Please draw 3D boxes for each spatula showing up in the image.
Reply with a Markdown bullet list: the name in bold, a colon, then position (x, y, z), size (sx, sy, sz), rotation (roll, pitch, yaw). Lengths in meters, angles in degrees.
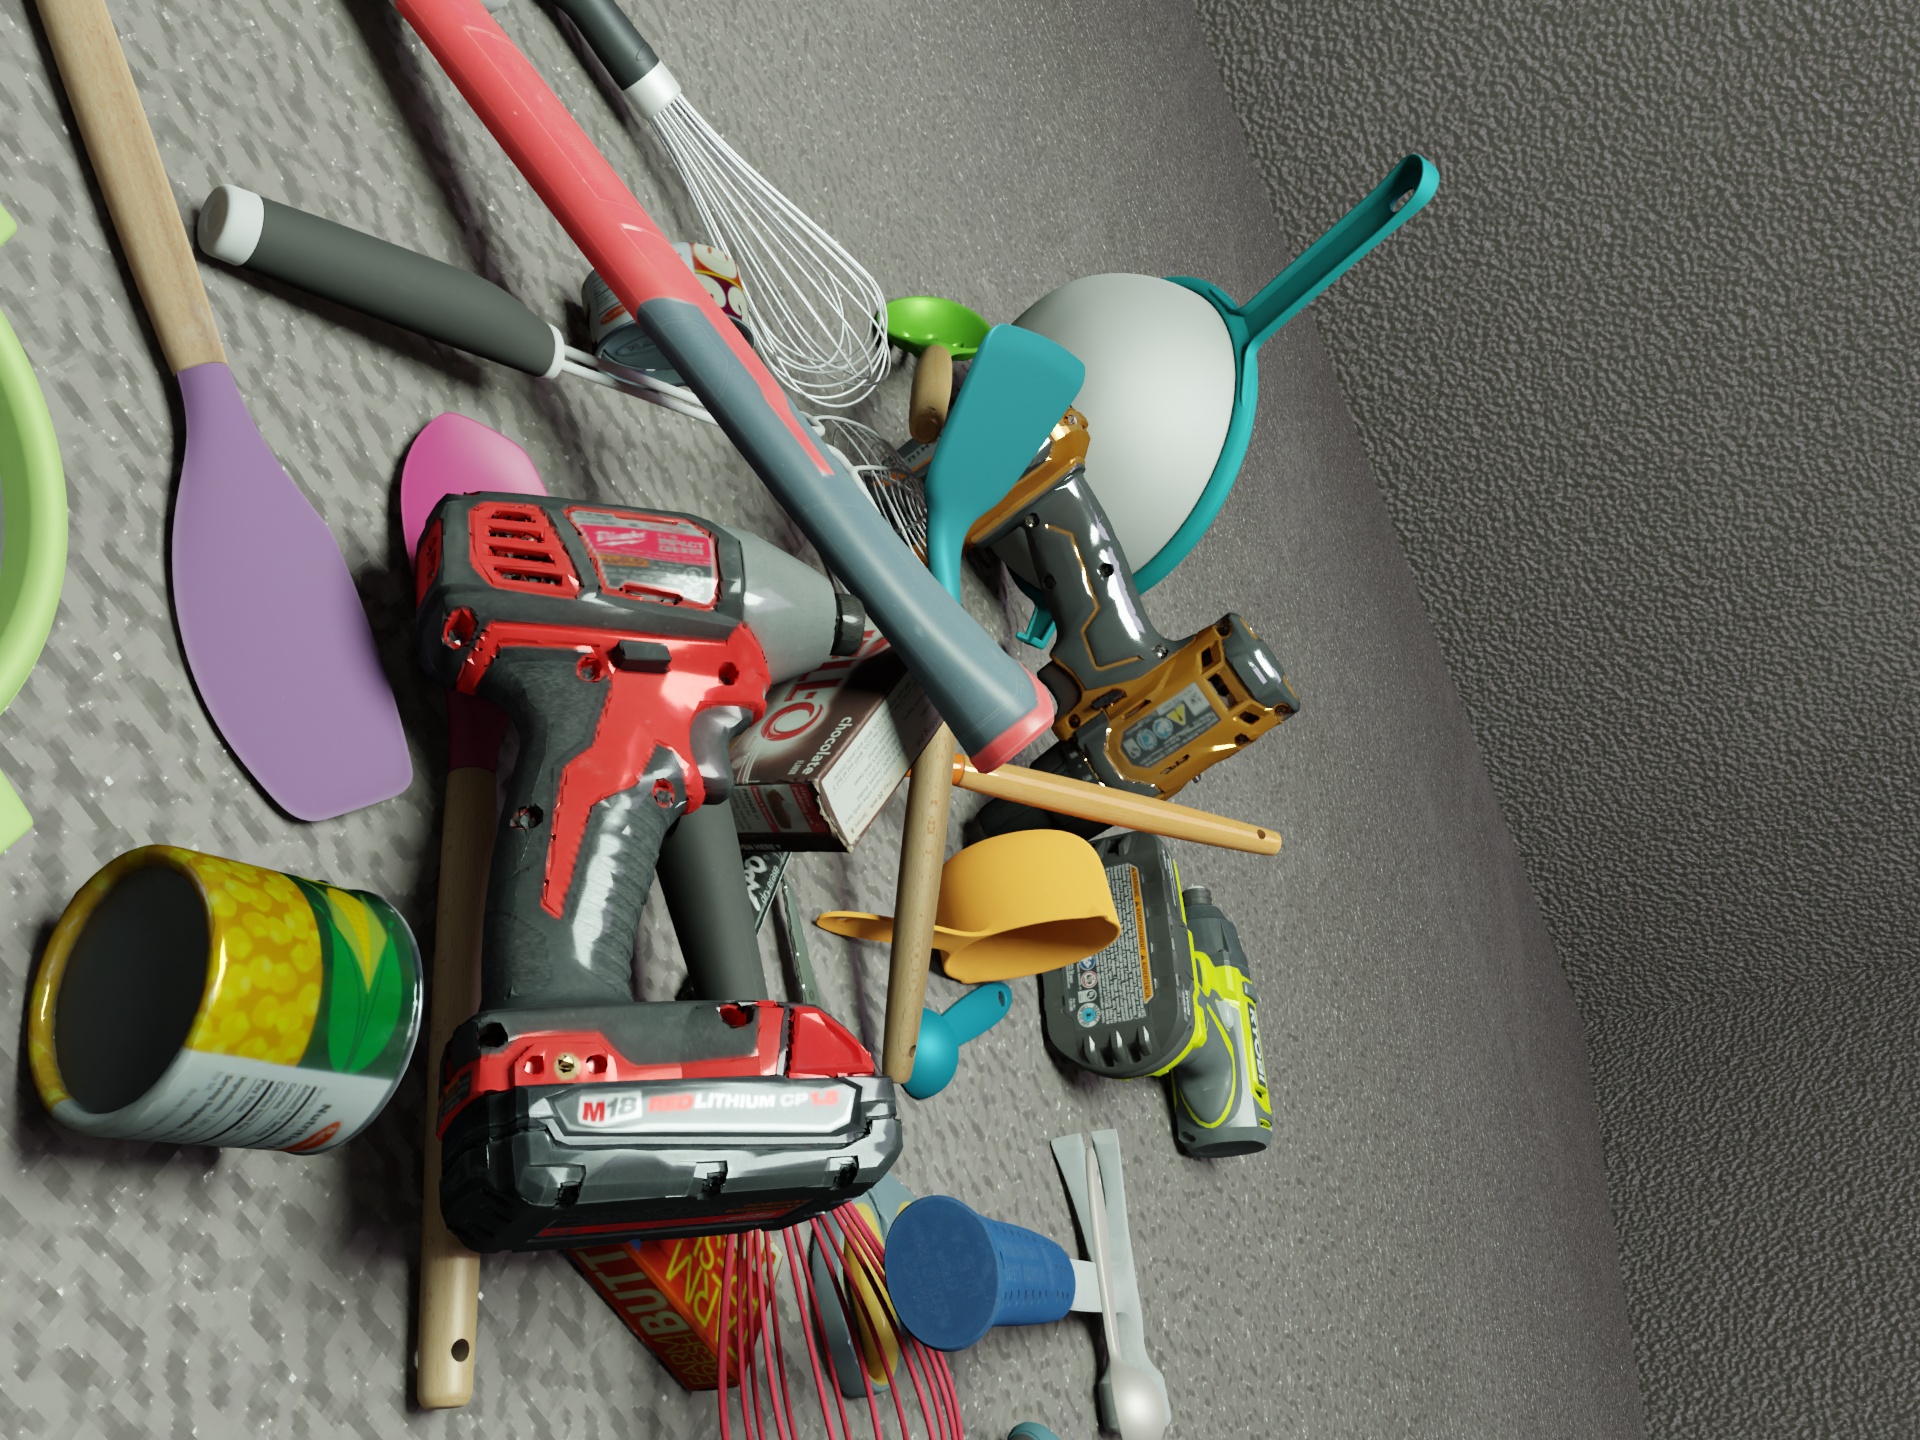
- **spatula**: position (-0.226, -0.123, 0.450), size (0.060, 0.018, 0.316), rotation (-21, 94, -56)
- **spatula**: position (-0.001, -0.002, 0.669), size (0.082, 0.044, 0.317), rotation (4, 93, -59)
- **spatula**: position (0.024, 0.025, 0.739), size (0.322, 0.041, 0.081), rotation (14, 56, -25)

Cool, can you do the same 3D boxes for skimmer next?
- **skimmer**: position (-0.127, -0.101, 0.621), size (0.363, 0.090, 0.127), rotation (13, 33, -51)

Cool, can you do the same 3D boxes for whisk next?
- **whisk**: position (-0.121, -0.263, 0.731), size (0.284, 0.070, 0.070), rotation (51, 31, -30)
- **whisk**: position (-0.062, 0.136, 0.519), size (0.073, 0.073, 0.296), rotation (21, 48, -61)

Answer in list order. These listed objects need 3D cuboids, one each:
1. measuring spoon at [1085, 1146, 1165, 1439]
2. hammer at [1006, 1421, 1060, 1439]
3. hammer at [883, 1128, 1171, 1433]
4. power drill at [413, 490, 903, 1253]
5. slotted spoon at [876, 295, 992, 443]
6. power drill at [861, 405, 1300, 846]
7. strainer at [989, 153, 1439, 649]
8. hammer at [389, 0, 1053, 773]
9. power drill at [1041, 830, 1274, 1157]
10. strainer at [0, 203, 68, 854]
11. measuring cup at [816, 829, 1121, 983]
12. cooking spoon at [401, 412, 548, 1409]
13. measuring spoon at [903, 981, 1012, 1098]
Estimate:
- **measuring spoon**: position (0.064, 0.225, 0.626), size (0.034, 0.018, 0.124), rotation (68, 12, -48)
- **hammer**: position (-0.036, 0.301, 0.553), size (0.330, 0.033, 0.128), rotation (20, 56, -61)
- **hammer**: position (0.037, 0.220, 0.640), size (0.405, 0.035, 0.144), rotation (58, 21, -66)
- **power drill**: position (-0.087, 0.036, 0.473), size (0.143, 0.078, 0.220), rotation (4, 63, -27)
- **slotted spoon**: position (-0.016, -0.183, 0.823), size (0.314, 0.070, 0.031), rotation (-90, -170, -68)
- **power drill**: position (0.038, -0.046, 0.824), size (0.226, 0.185, 0.084), rotation (55, 13, 3)
- **strainer**: position (0.102, -0.204, 0.877), size (0.095, 0.340, 0.211), rotation (19, 50, -35)
- **hammer**: position (-0.103, -0.137, 0.556), size (0.386, 0.038, 0.143), rotation (52, 28, 0)
- **power drill**: position (0.124, 0.156, 0.951), size (0.223, 0.080, 0.171), rotation (43, 38, -55)
- **strainer**: position (-0.273, -0.052, 0.237), size (0.256, 0.069, 0.151), rotation (15, 63, -62)
- **measuring cup**: position (-0.001, 0.080, 0.743), size (0.173, 0.095, 0.052), rotation (14, 54, -42)
- **cooking spoon**: position (-0.153, 0.041, 0.494), size (0.068, 0.017, 0.319), rotation (26, 50, -48)
- **measuring spoon**: position (0.005, 0.144, 0.760), size (0.128, 0.021, 0.042), rotation (-14, 87, -65)
